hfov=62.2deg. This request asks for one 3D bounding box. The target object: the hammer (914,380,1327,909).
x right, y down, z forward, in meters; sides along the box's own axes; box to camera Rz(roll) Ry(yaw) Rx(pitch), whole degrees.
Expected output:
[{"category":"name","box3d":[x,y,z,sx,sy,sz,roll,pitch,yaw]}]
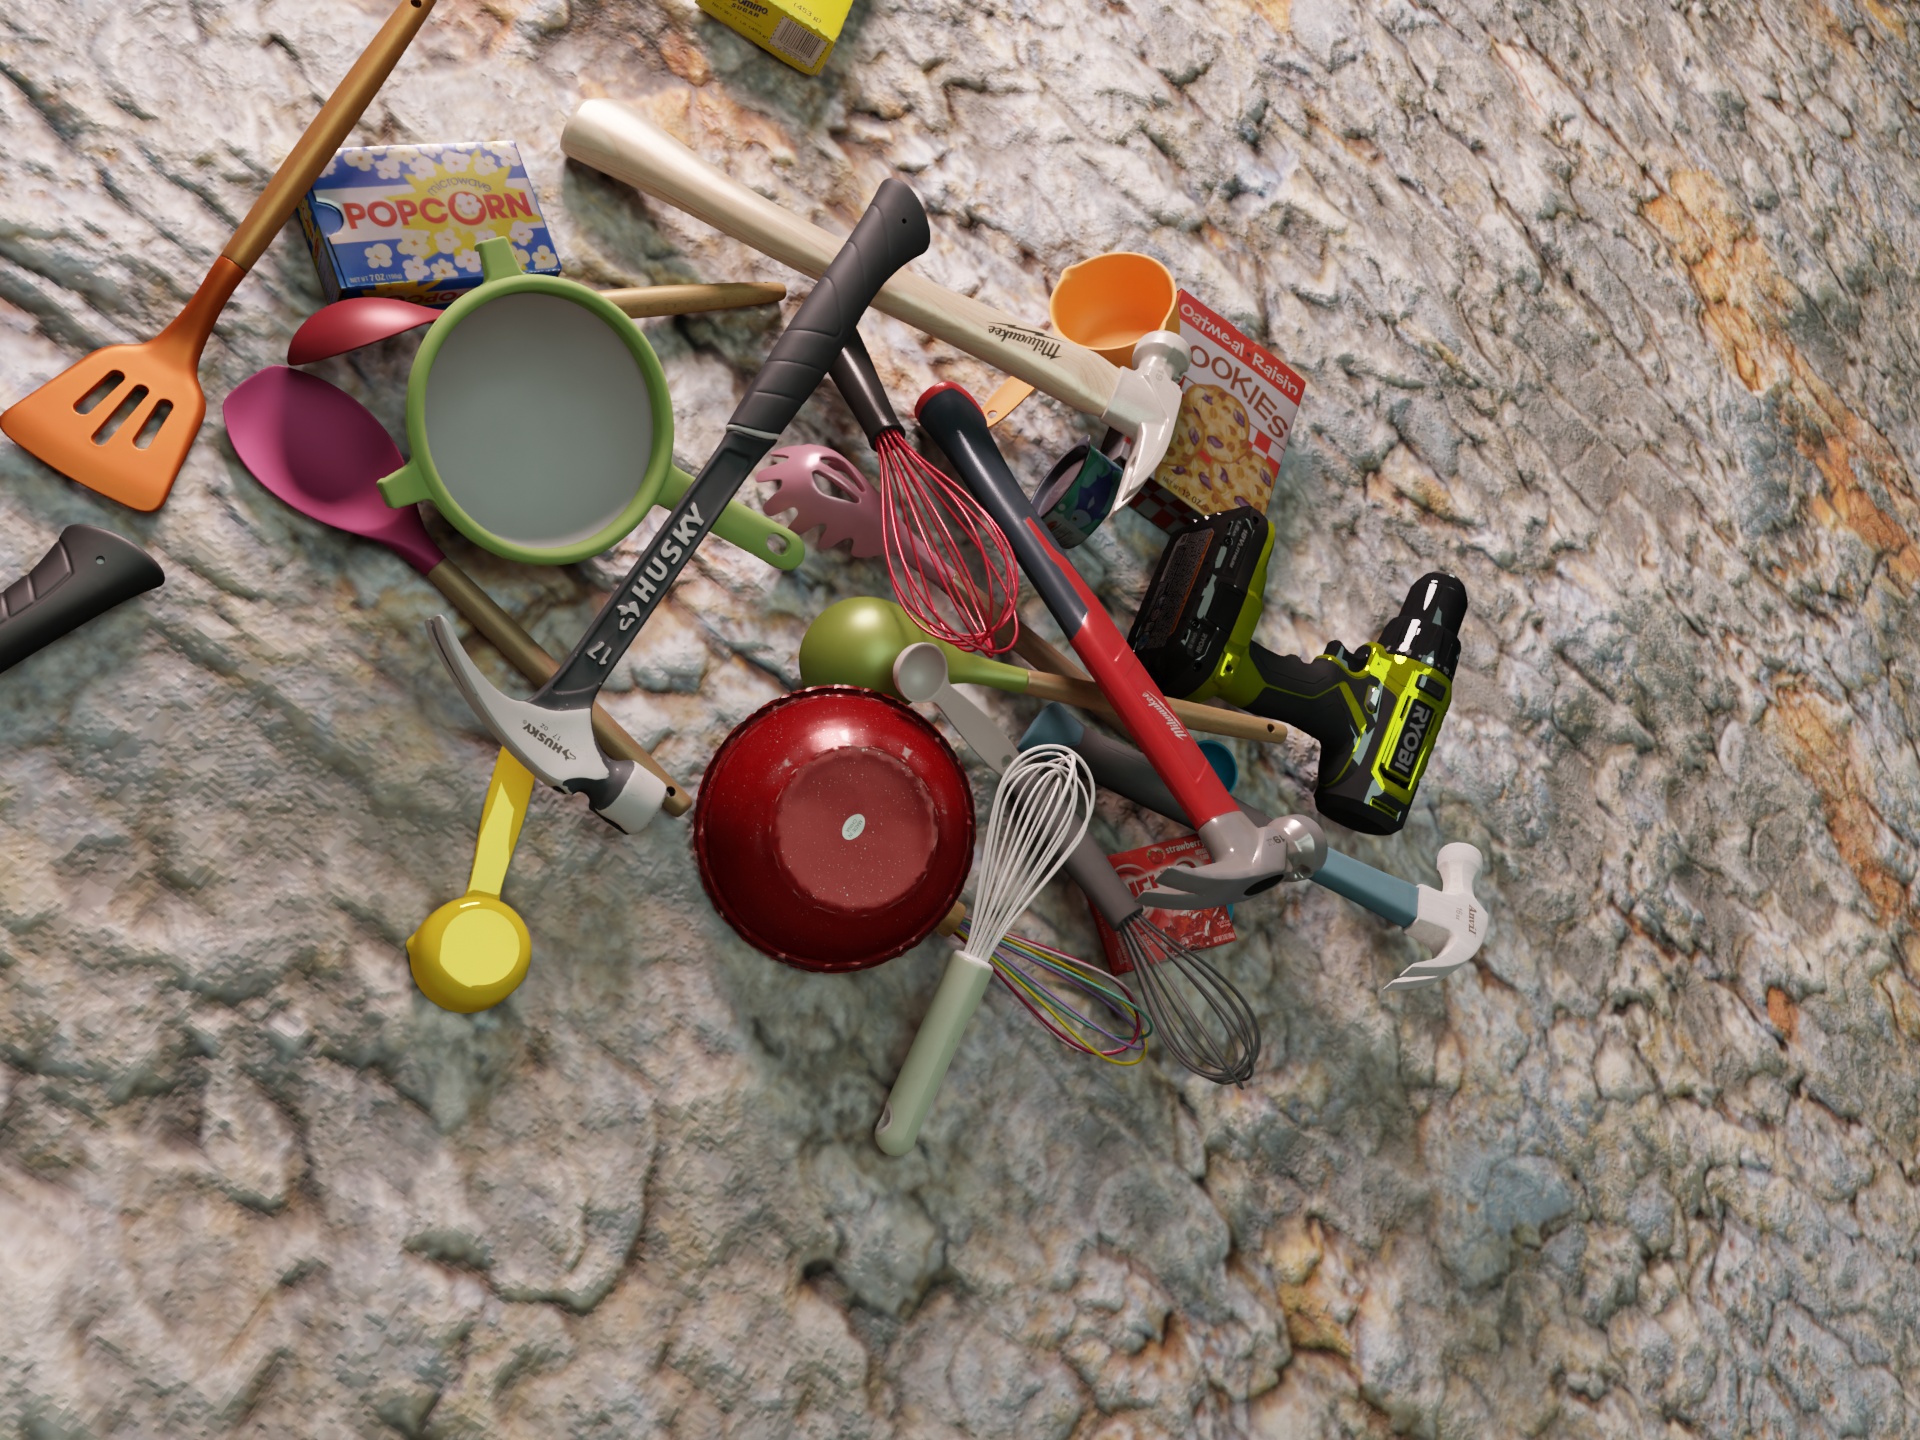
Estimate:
[{"category":"hammer","box3d":[0.063,-0.058,0.941,0.143,0.038,0.387,-6,55,-44]}]

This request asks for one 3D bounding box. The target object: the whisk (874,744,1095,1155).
[{"category":"whisk","box3d":[0.011,0.127,0.888,0.059,0.058,0.246,27,83,-18]}]

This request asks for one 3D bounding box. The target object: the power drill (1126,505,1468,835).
[{"category":"power drill","box3d":[0.241,-0.051,1.083,0.228,0.080,0.190,27,78,-20]}]

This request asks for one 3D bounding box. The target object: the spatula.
[{"category":"spatula","box3d":[-0.359,-0.255,0.814,0.081,0.041,0.323,33,79,-17]}]

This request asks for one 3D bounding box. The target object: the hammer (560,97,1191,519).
[{"category":"hammer","box3d":[-0.053,-0.264,0.979,0.410,0.038,0.146,25,54,-7]}]

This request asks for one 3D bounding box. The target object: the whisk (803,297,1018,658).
[{"category":"whisk","box3d":[-0.037,-0.155,0.949,0.073,0.073,0.296,-6,55,-32]}]

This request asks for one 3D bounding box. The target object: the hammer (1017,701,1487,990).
[{"category":"hammer","box3d":[0.190,0.071,1.018,0.331,0.033,0.128,25,46,-7]}]

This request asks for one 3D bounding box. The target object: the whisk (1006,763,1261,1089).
[{"category":"whisk","box3d":[0.097,0.117,0.945,0.055,0.055,0.239,-21,63,-34]}]

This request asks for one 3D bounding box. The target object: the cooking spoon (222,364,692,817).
[{"category":"cooking spoon","box3d":[-0.261,-0.063,0.848,0.319,0.017,0.069,46,62,-9]}]

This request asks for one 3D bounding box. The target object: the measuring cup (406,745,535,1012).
[{"category":"measuring cup","box3d":[-0.235,0.070,0.809,0.062,0.029,0.157,18,66,-24]}]

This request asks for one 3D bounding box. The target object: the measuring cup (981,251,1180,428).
[{"category":"measuring cup","box3d":[0.078,-0.245,1.093,0.173,0.052,0.095,-44,60,-8]}]

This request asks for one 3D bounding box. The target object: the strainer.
[{"category":"strainer","box3d":[-0.199,-0.143,0.891,0.256,0.069,0.151,26,79,-41]}]

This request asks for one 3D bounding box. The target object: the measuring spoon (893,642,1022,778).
[{"category":"measuring spoon","box3d":[-0.001,-0.003,0.920,0.034,0.018,0.124,-55,130,-13]}]

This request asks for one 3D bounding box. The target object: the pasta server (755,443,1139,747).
[{"category":"pasta server","box3d":[0.008,-0.070,1.006,0.316,0.040,0.060,37,58,-19]}]

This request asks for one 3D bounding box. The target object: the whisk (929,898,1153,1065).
[{"category":"whisk","box3d":[0.015,0.131,0.929,0.245,0.051,0.047,34,65,-13]}]

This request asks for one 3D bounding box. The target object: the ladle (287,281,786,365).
[{"category":"ladle","box3d":[-0.229,-0.235,0.912,0.315,0.069,0.031,-18,112,-39]}]

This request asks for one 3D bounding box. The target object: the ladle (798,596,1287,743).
[{"category":"ladle","box3d":[0.057,-0.015,0.975,0.320,0.062,0.078,11,68,-22]}]

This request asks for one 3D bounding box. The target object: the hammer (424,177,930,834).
[{"category":"hammer","box3d":[-0.129,-0.146,0.874,0.149,0.036,0.409,40,67,-25]}]

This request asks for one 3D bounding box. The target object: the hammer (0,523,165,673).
[{"category":"hammer","box3d":[-0.492,0.018,0.675,0.146,0.035,0.335,50,56,-5]}]

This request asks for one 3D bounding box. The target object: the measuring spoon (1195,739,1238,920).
[{"category":"measuring spoon","box3d":[0.164,0.078,1.053,0.042,0.021,0.129,-1,83,-18]}]
